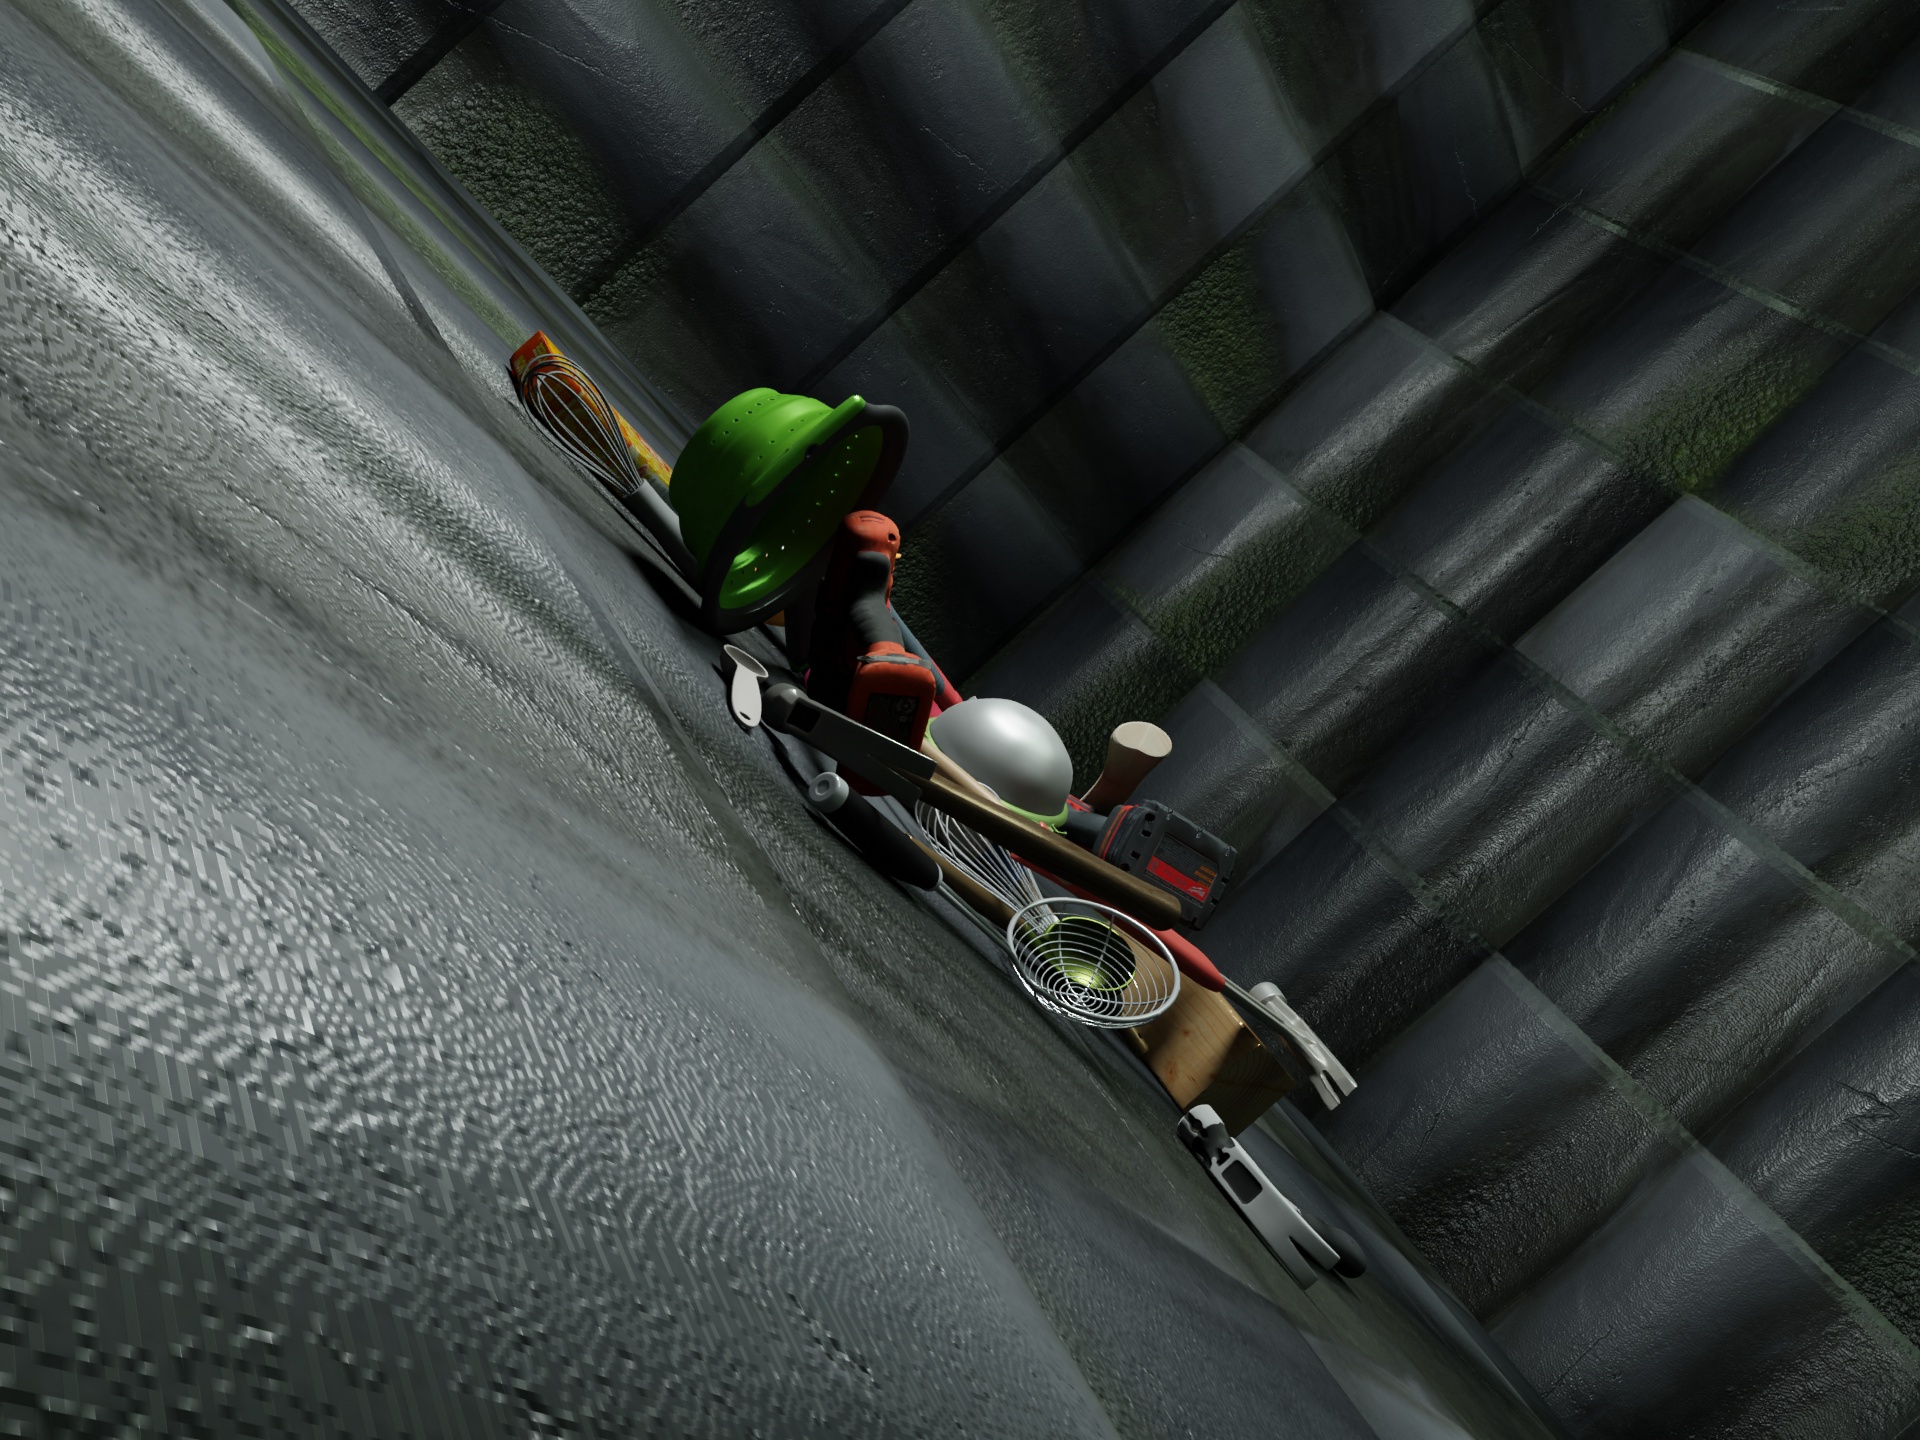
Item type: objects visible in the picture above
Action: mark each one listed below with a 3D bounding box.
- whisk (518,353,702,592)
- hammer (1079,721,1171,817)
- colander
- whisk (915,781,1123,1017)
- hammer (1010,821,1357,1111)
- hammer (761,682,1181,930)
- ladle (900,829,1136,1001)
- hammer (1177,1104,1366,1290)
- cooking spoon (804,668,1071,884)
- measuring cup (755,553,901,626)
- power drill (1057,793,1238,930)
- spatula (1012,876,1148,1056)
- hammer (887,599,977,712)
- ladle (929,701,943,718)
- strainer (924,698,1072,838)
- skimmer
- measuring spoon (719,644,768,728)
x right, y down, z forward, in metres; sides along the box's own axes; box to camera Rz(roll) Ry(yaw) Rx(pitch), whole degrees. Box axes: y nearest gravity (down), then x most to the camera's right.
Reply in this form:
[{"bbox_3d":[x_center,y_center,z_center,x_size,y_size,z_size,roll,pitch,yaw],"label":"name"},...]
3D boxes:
[{"bbox_3d":[-0.244,-0.176,1.203,0.238,0.055,0.055,52,0,-30],"label":"whisk"},{"bbox_3d":[0.141,0.093,1.583,0.146,0.038,0.410,28,-22,0],"label":"hammer"},{"bbox_3d":[-0.144,-0.138,1.199,0.094,0.204,0.397,42,-18,10],"label":"colander"},{"bbox_3d":[0.056,0.152,1.309,0.284,0.070,0.070,53,0,-25],"label":"whisk"},{"bbox_3d":[0.178,0.192,1.293,0.358,0.036,0.149,37,9,-28],"label":"hammer"},{"bbox_3d":[0.026,0.068,1.039,0.331,0.031,0.130,30,-2,-32],"label":"hammer"},{"bbox_3d":[0.040,0.137,1.177,0.319,0.062,0.078,42,14,-49],"label":"ladle"},{"bbox_3d":[0.280,0.413,1.292,0.146,0.035,0.334,49,2,38],"label":"hammer"},{"bbox_3d":[-0.019,0.031,1.228,0.319,0.069,0.017,39,-13,36],"label":"cooking spoon"},{"bbox_3d":[-0.122,-0.124,1.479,0.173,0.052,0.095,-13,24,-43],"label":"measuring cup"},{"bbox_3d":[0.152,0.121,1.455,0.187,0.080,0.227,31,-8,-29],"label":"power drill"},{"bbox_3d":[0.073,0.157,1.399,0.317,0.044,0.082,54,25,8],"label":"spatula"},{"bbox_3d":[-0.030,-0.046,1.585,0.143,0.038,0.385,62,5,34],"label":"hammer"},{"bbox_3d":[0.007,0.065,1.666,0.069,0.031,0.316,50,9,-48],"label":"ladle"},{"bbox_3d":[-0.002,-0.004,1.348,0.256,0.069,0.152,32,18,-9],"label":"strainer"},{"bbox_3d":[0.030,0.107,1.031,0.362,0.090,0.127,46,5,-47],"label":"skimmer"},{"bbox_3d":[-0.137,-0.016,0.983,0.034,0.018,0.124,33,14,-18],"label":"measuring spoon"}]
